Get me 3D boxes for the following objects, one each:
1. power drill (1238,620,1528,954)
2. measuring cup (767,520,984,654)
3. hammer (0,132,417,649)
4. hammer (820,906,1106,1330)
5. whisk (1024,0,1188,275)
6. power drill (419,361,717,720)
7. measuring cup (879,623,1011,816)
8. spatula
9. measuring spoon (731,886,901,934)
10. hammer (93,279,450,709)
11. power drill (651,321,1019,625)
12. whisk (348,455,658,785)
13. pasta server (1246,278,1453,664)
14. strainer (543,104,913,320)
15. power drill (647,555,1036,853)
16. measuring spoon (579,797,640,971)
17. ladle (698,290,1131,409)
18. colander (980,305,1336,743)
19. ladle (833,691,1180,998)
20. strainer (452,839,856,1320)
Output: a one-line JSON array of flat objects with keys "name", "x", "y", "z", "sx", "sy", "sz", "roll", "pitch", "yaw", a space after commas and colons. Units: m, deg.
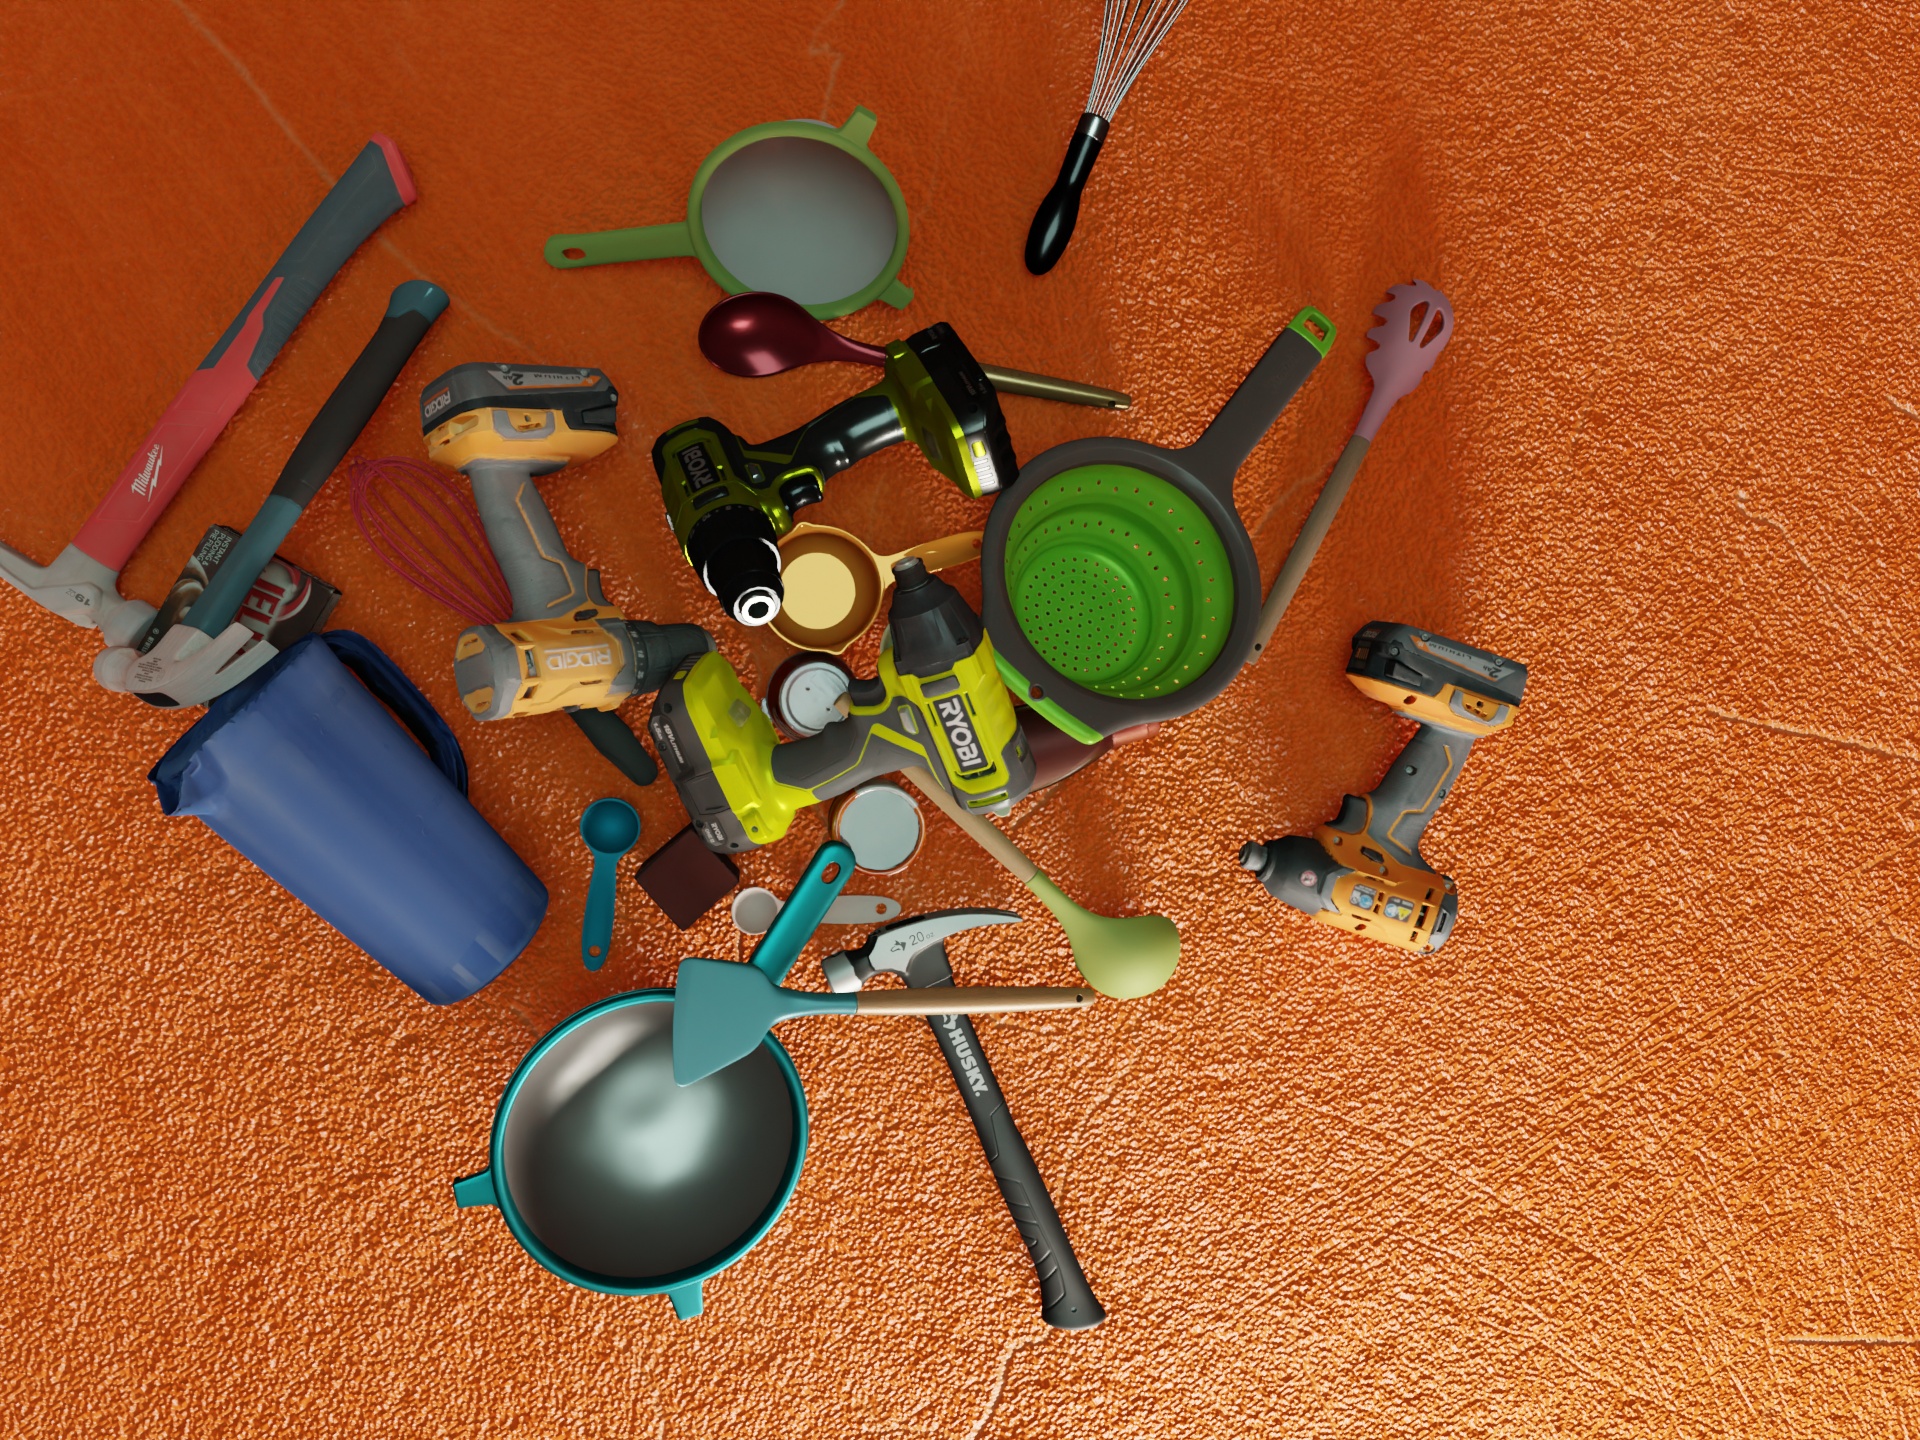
[{"name": "power drill", "x": 0.308, "y": 0.045, "z": 1.172, "sx": 0.164, "sy": 0.084, "sz": 0.226, "roll": 17, "pitch": 94, "yaw": -8}, {"name": "measuring cup", "x": -0.061, "y": -0.104, "z": 1.129, "sx": 0.173, "sy": 0.052, "sz": 0.095, "roll": -17, "pitch": 94, "yaw": -9}, {"name": "hammer", "x": -0.506, "y": -0.241, "z": 1.068, "sx": 0.143, "sy": 0.038, "sz": 0.386, "roll": 35, "pitch": 87, "yaw": -6}, {"name": "hammer", "x": 0.031, "y": 0.294, "z": 1.165, "sx": 0.146, "sy": 0.035, "sz": 0.334, "roll": -24, "pitch": 95, "yaw": -6}, {"name": "whisk", "x": 0.106, "y": -0.454, "z": 1.139, "sx": 0.070, "sy": 0.070, "sz": 0.284, "roll": 22, "pitch": 94, "yaw": -8}, {"name": "power drill", "x": -0.258, "y": -0.117, "z": 1.067, "sx": 0.185, "sy": 0.084, "sz": 0.226, "roll": -9, "pitch": 86, "yaw": -45}, {"name": "measuring cup", "x": -0.002, "y": -0.004, "z": 1.121, "sx": 0.083, "sy": 0.038, "sz": 0.168, "roll": -21, "pitch": 73, "yaw": -8}, {"name": "spatula", "x": -0.044, "y": 0.195, "z": 1.080, "sx": 0.317, "sy": 0.044, "sz": 0.082, "roll": 2, "pitch": 90, "yaw": -24}, {"name": "measuring spoon", "x": -0.105, "y": 0.136, "z": 1.153, "sx": 0.124, "sy": 0.018, "sz": 0.034, "roll": 1, "pitch": 92, "yaw": -15}, {"name": "hammer", "x": -0.432, "y": -0.153, "z": 1.034, "sx": 0.033, "sy": 0.128, "sz": 0.331, "roll": 48, "pitch": 61, "yaw": -49}, {"name": "power drill", "x": -0.083, "y": -0.162, "z": 1.055, "sx": 0.228, "sy": 0.191, "sz": 0.080, "roll": -24, "pitch": 135, "yaw": -4}, {"name": "whisk", "x": -0.310, "y": -0.067, "z": 1.094, "sx": 0.073, "sy": 0.073, "sz": 0.295, "roll": -41, "pitch": 102, "yaw": -4}, {"name": "pasta server", "x": 0.284, "y": -0.185, "z": 1.187, "sx": 0.060, "sy": 0.040, "sz": 0.316, "roll": 26, "pitch": 92, "yaw": -8}, {"name": "strainer", "x": -0.160, "y": -0.351, "z": 1.100, "sx": 0.256, "sy": 0.151, "sz": 0.069, "roll": -4, "pitch": 49, "yaw": 9}, {"name": "power drill", "x": -0.080, "y": -0.005, "z": 1.039, "sx": 0.223, "sy": 0.080, "sz": 0.171, "roll": -15, "pitch": 113, "yaw": 18}, {"name": "measuring spoon", "x": -0.254, "y": 0.115, "z": 1.131, "sx": 0.042, "sy": 0.021, "sz": 0.128, "roll": 8, "pitch": 100, "yaw": -9}, {"name": "ladle", "x": -0.028, "y": -0.255, "z": 1.136, "sx": 0.315, "sy": 0.031, "sz": 0.069, "roll": 8, "pitch": 134, "yaw": -12}, {"name": "colander", "x": 0.147, "y": -0.148, "z": 1.147, "sx": 0.204, "sy": 0.094, "sz": 0.397, "roll": 40, "pitch": 69, "yaw": -4}, {"name": "ladle", "x": 0.033, "y": 0.086, "z": 1.130, "sx": 0.320, "sy": 0.062, "sz": 0.078, "roll": 43, "pitch": 116, "yaw": -11}, {"name": "strainer", "x": -0.183, "y": 0.223, "z": 1.103, "sx": 0.211, "sy": 0.095, "sz": 0.340, "roll": 35, "pitch": 83, "yaw": -19}]
